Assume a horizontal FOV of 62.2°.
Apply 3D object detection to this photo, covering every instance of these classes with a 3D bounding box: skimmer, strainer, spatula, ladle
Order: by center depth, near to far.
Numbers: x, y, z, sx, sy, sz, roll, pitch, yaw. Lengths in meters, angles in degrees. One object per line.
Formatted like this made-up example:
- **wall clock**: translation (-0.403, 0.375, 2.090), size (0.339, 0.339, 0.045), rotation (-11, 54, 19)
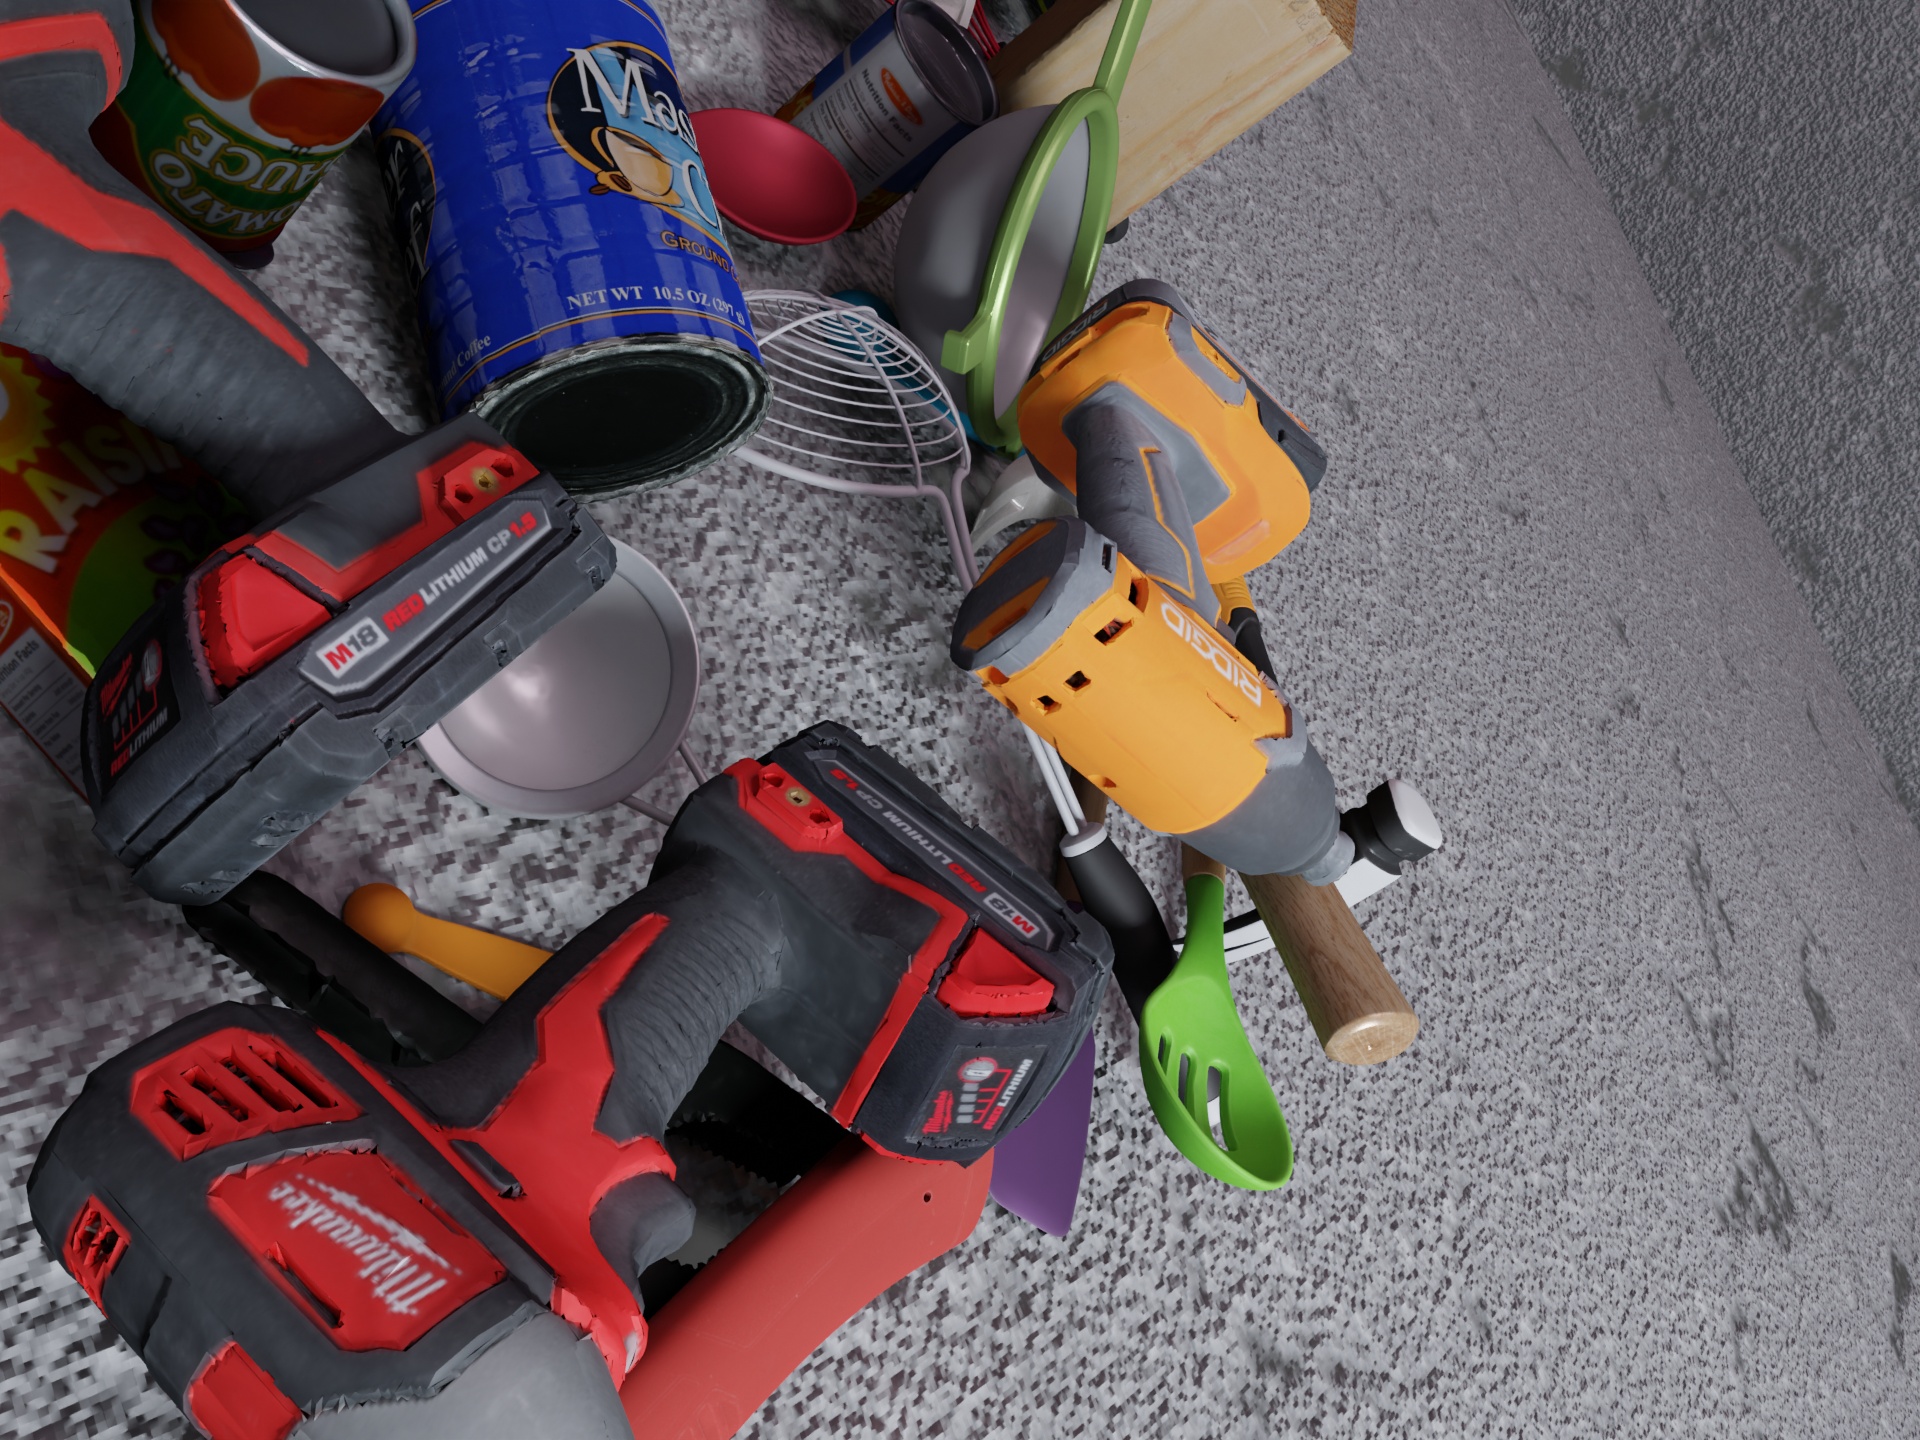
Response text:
- **strainer**: translation (-0.167, -0.061, 0.456), size (0.258, 0.050, 0.087), rotation (45, 82, -14)
- **ladle**: translation (-0.164, -0.239, 0.587), size (0.315, 0.031, 0.069), rotation (8, 59, -46)
- **skimmer**: translation (-0.001, -0.002, 0.613), size (0.127, 0.090, 0.363), rotation (-35, 103, -56)
- **spatula**: translation (0.047, 0.057, 0.660), size (0.059, 0.018, 0.316), rotation (39, 43, -25)
- **strainer**: translation (0.028, -0.247, 0.675), size (0.151, 0.069, 0.256), rotation (25, 84, -79)

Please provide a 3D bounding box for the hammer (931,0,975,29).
- **hammer**: translation (-0.157, -0.404, 0.668), size (0.410, 0.038, 0.146), rotation (19, 87, -35)

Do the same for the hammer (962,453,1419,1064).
- **hammer**: translation (0.091, -0.006, 0.639), size (0.130, 0.031, 0.332), rotation (1, 43, -22)

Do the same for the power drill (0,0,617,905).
- **power drill**: translation (-0.201, -0.071, 0.324), size (0.226, 0.080, 0.188), rotation (51, 37, -12)

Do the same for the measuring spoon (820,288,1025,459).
- **measuring spoon**: translation (-0.009, -0.156, 0.724), size (0.128, 0.021, 0.042), rotation (29, 47, -36)

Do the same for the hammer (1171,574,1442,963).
- **hammer**: translation (0.121, -0.049, 0.771), size (0.034, 0.127, 0.337), rotation (25, 40, -38)

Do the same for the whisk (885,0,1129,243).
- **whisk**: translation (0.003, -0.371, 0.851), size (0.295, 0.073, 0.073), rotation (45, 39, -30)

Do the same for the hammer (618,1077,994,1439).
- **hammer**: translation (-0.107, 0.177, 0.334), size (0.359, 0.037, 0.149), rotation (-35, 105, -47)

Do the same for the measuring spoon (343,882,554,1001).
- **measuring spoon**: translation (-0.119, 0.072, 0.451), size (0.116, 0.011, 0.021), rotation (31, 46, -35)

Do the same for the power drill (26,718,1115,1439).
- **power drill**: translation (-0.064, 0.091, 0.356), size (0.143, 0.078, 0.219), rotation (38, 35, 17)

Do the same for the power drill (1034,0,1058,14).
- **power drill**: translation (0.040, -0.483, 0.918), size (0.228, 0.080, 0.191), rotation (35, 33, -57)

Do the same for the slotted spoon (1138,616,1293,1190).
- **slotted spoon**: translation (0.098, 0.048, 0.629), size (0.070, 0.031, 0.314), rotation (36, 37, -22)

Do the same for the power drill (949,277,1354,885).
- **power drill**: translation (0.084, -0.049, 0.584), size (0.164, 0.084, 0.227), rotation (40, 36, -22)
